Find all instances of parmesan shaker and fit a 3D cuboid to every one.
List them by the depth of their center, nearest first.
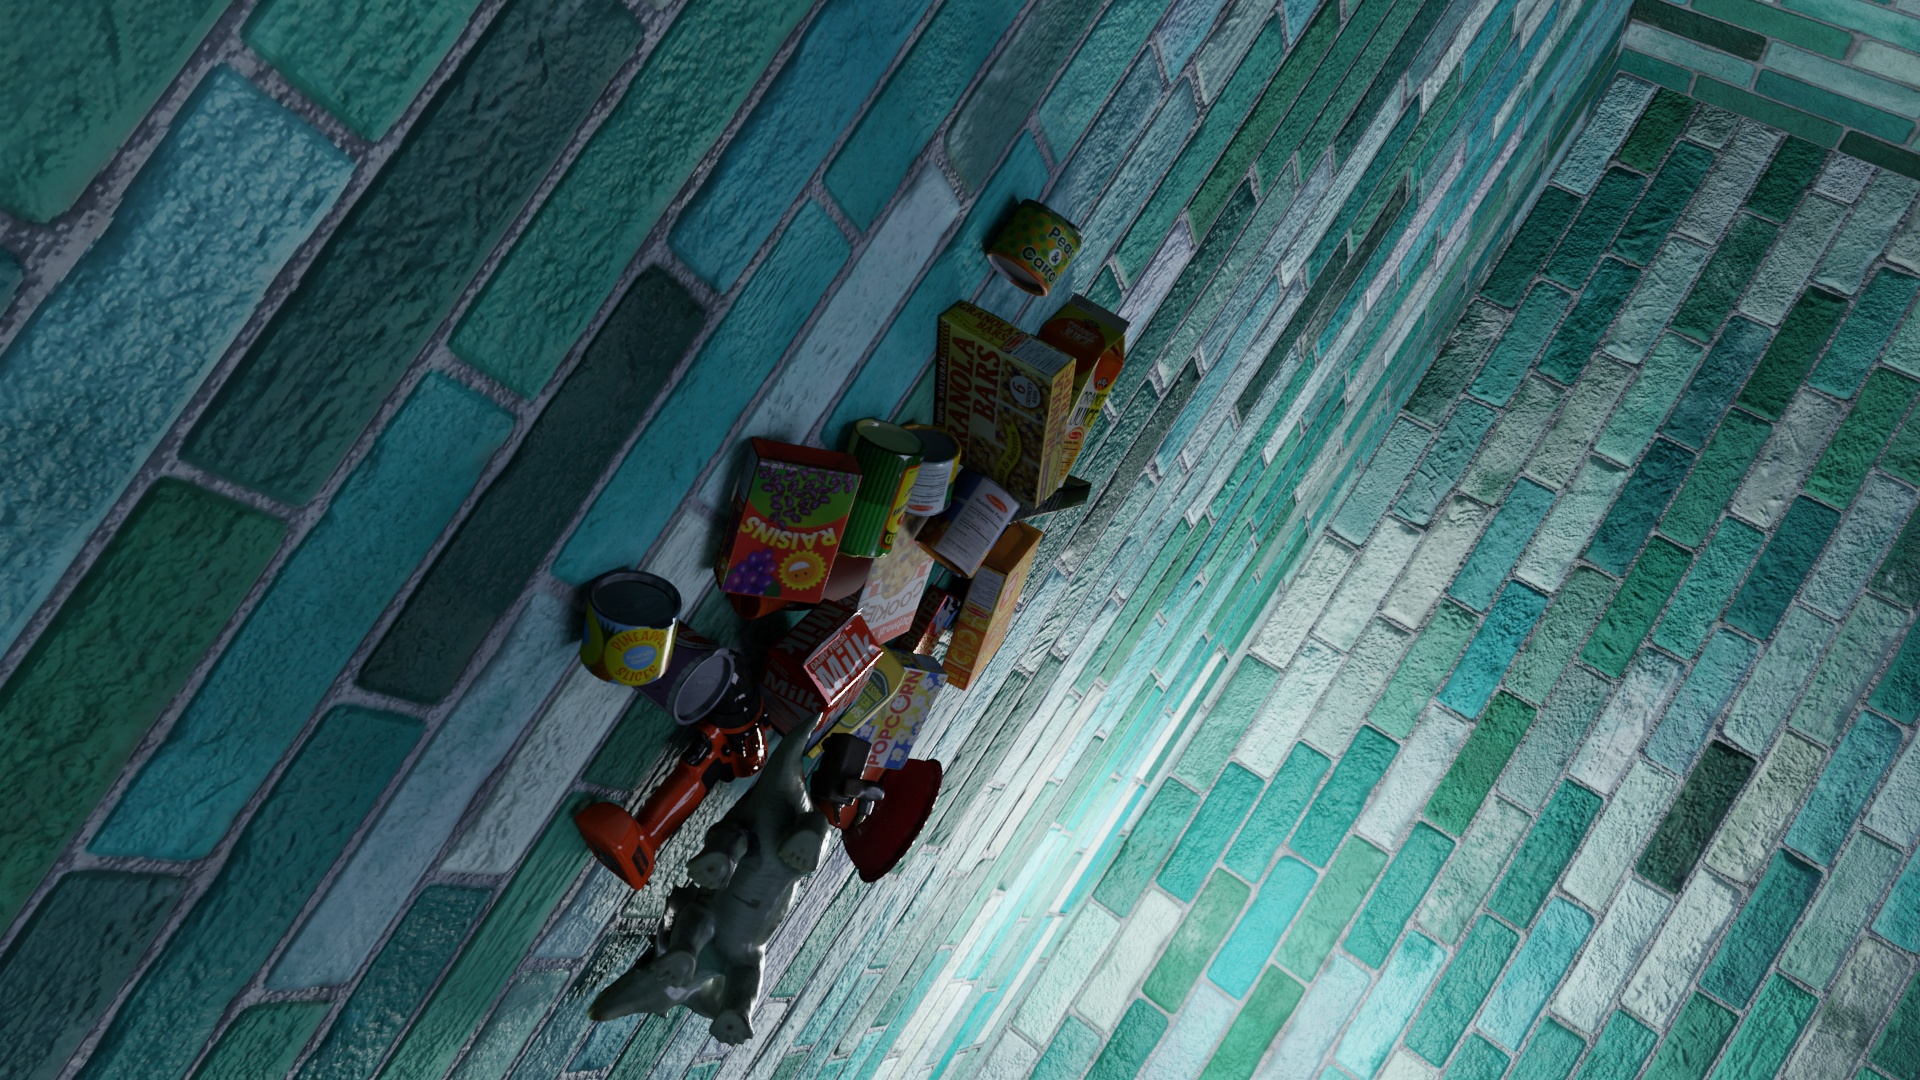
[{"bbox_3d":[-0.076,-0.044,1.200,0.071,0.071,0.102,-21,138,-55],"label":"parmesan shaker"}]

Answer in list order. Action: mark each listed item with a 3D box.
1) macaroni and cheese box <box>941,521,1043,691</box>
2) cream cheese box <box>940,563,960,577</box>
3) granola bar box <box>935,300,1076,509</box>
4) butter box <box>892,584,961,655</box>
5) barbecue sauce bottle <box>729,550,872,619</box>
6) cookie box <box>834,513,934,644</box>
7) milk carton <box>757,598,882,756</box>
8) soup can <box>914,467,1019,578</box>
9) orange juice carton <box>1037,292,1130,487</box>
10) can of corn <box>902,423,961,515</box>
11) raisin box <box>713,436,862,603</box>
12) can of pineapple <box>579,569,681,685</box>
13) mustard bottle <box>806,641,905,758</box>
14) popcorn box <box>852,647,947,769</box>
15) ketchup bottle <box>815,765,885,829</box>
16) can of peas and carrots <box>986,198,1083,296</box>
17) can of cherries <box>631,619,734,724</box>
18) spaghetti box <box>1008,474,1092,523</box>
[{"bbox_3d":[0.034,0.073,1.591,0.124,0.040,0.165,-46,158,-58],"label":"macaroni and cheese box"},{"bbox_3d":[0.013,-0.015,1.481,0.104,0.024,0.053,-55,156,-9],"label":"cream cheese box"},{"bbox_3d":[0.037,-0.122,1.261,0.039,0.124,0.164,-43,153,-33],"label":"granola bar box"},{"bbox_3d":[-0.041,0.101,1.518,0.103,0.024,0.053,-58,158,-1],"label":"butter box"},{"bbox_3d":[-0.138,0.033,1.207,0.149,0.044,0.064,-21,138,-55],"label":"barbecue sauce bottle"},{"bbox_3d":[-0.074,0.026,1.336,0.123,0.040,0.166,-22,137,-56],"label":"cookie box"},{"bbox_3d":[-0.127,0.117,1.227,0.072,0.073,0.189,-44,172,-28],"label":"milk carton"},{"bbox_3d":[0.005,-0.016,1.309,0.084,0.071,0.071,-56,158,-9],"label":"soup can"},{"bbox_3d":[0.103,-0.153,1.429,0.073,0.072,0.192,-4,123,-63],"label":"orange juice carton"},{"bbox_3d":[-0.037,-0.067,1.262,0.071,0.071,0.058,-34,147,-44],"label":"can of corn"},{"bbox_3d":[-0.138,-0.014,1.098,0.086,0.040,0.122,8,118,-24],"label":"raisin box"},{"bbox_3d":[-0.238,0.064,1.004,0.071,0.071,0.057,-29,144,-50],"label":"can of pineapple"},{"bbox_3d":[-0.126,0.168,1.379,0.161,0.049,0.065,-47,116,-15],"label":"mustard bottle"},{"bbox_3d":[-0.079,0.179,1.477,0.085,0.038,0.126,15,108,-35],"label":"popcorn box"},{"bbox_3d":[-0.105,0.250,1.550,0.149,0.043,0.064,-56,166,-6],"label":"ketchup bottle"},{"bbox_3d":[0.066,-0.256,1.222,0.059,0.071,0.071,-56,158,-5],"label":"can of peas and carrots"},{"bbox_3d":[-0.221,0.100,1.100,0.072,0.058,0.071,-44,153,-29],"label":"can of cherries"},{"bbox_3d":[0.072,-0.047,1.465,0.251,0.050,0.028,-14,122,-64],"label":"spaghetti box"}]
